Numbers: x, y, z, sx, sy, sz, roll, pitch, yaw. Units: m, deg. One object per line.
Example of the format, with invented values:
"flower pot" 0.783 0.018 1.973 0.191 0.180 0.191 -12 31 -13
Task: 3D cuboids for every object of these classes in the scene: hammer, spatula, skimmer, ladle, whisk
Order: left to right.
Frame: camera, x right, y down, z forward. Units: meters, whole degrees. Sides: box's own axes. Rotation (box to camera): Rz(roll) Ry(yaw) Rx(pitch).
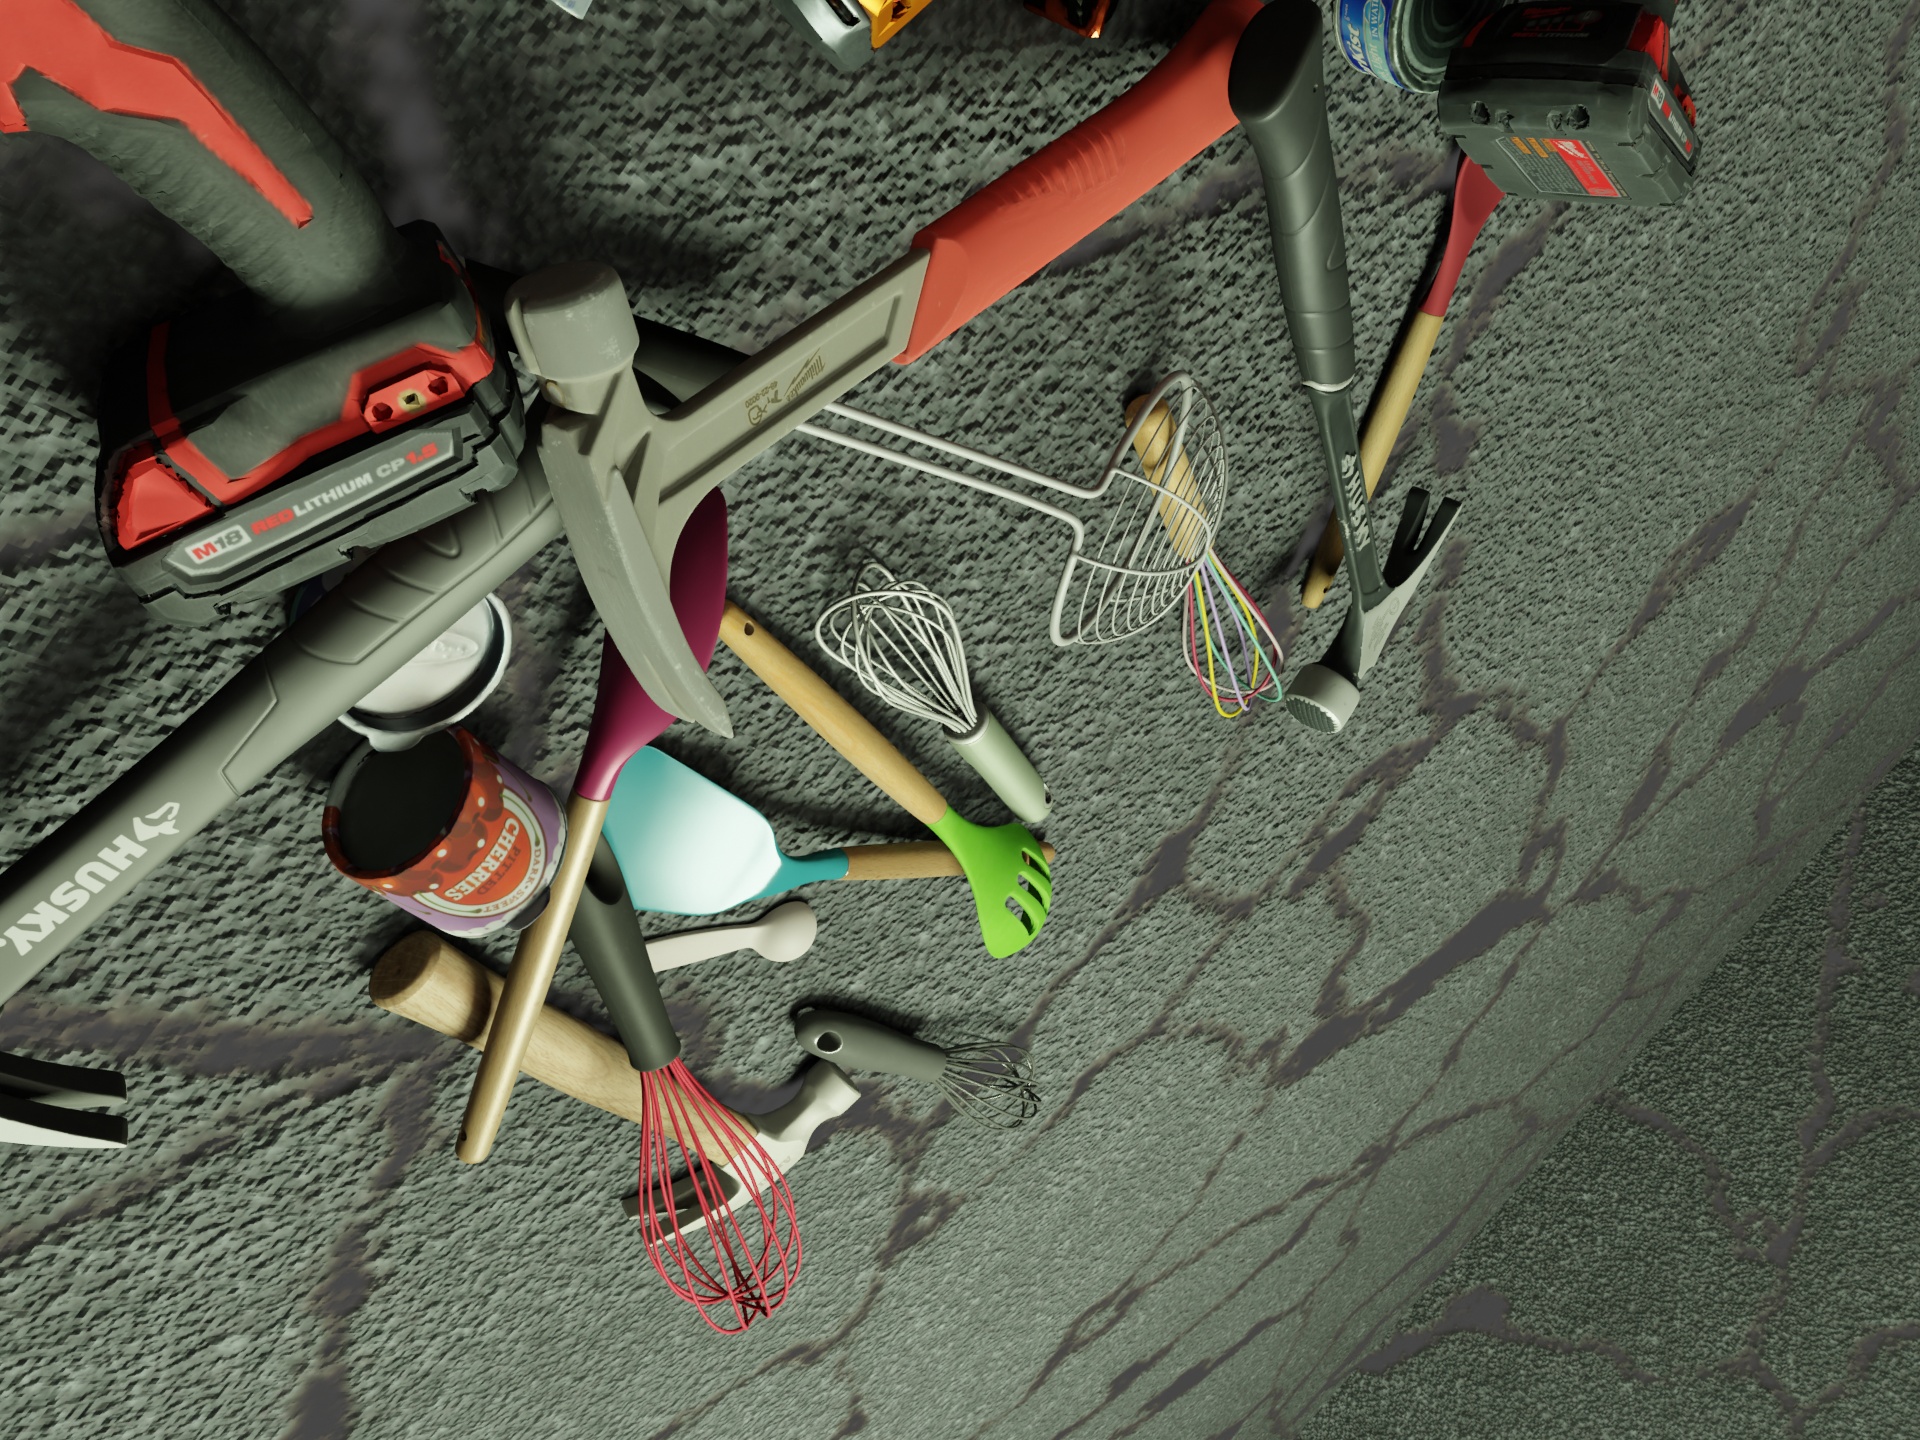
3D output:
"hammer" -0.216 0.006 0.492 0.335 0.035 0.146 -40 132 1
"hammer" -0.166 0.175 0.765 0.130 0.031 0.331 -44 144 -4
"whisk" -0.131 0.165 0.713 0.073 0.073 0.295 -28 120 -25
"spatula" -0.050 0.061 0.784 0.317 0.044 0.082 5 121 -54
"skimmer" -0.032 -0.111 0.605 0.363 0.090 0.127 13 108 -35
"whisk" -0.021 0.203 0.935 0.055 0.055 0.238 -51 140 6
"whisk" -0.001 -0.002 0.757 0.059 0.058 0.246 -15 151 15
"hammer" 0.009 -0.151 0.541 0.359 0.037 0.149 -43 137 -31
"whisk" 0.124 -0.075 0.814 0.047 0.051 0.244 -37 141 -4
"hammer" 0.175 -0.149 0.728 0.149 0.036 0.408 -55 149 -15
"ladle" 0.238 -0.190 0.832 0.069 0.031 0.315 -18 138 -38

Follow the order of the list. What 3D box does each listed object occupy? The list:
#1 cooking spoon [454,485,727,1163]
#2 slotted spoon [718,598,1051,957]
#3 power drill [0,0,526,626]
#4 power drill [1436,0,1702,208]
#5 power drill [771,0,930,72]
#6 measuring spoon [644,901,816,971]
"cooking spoon" -0.150 0.049 0.615 0.017 0.069 0.318 -1 122 -46
"slotted spoon" -0.025 0.033 0.751 0.313 0.031 0.070 47 54 -48
"power drill" -0.208 -0.134 0.374 0.143 0.079 0.219 -25 137 -4
"power drill" 0.259 -0.335 0.620 0.187 0.080 0.226 5 101 -55
"power drill" -0.034 -0.287 0.367 0.164 0.084 0.226 -38 139 12
"measuring spoon" -0.118 0.112 0.763 0.124 0.018 0.034 -6 129 -42
